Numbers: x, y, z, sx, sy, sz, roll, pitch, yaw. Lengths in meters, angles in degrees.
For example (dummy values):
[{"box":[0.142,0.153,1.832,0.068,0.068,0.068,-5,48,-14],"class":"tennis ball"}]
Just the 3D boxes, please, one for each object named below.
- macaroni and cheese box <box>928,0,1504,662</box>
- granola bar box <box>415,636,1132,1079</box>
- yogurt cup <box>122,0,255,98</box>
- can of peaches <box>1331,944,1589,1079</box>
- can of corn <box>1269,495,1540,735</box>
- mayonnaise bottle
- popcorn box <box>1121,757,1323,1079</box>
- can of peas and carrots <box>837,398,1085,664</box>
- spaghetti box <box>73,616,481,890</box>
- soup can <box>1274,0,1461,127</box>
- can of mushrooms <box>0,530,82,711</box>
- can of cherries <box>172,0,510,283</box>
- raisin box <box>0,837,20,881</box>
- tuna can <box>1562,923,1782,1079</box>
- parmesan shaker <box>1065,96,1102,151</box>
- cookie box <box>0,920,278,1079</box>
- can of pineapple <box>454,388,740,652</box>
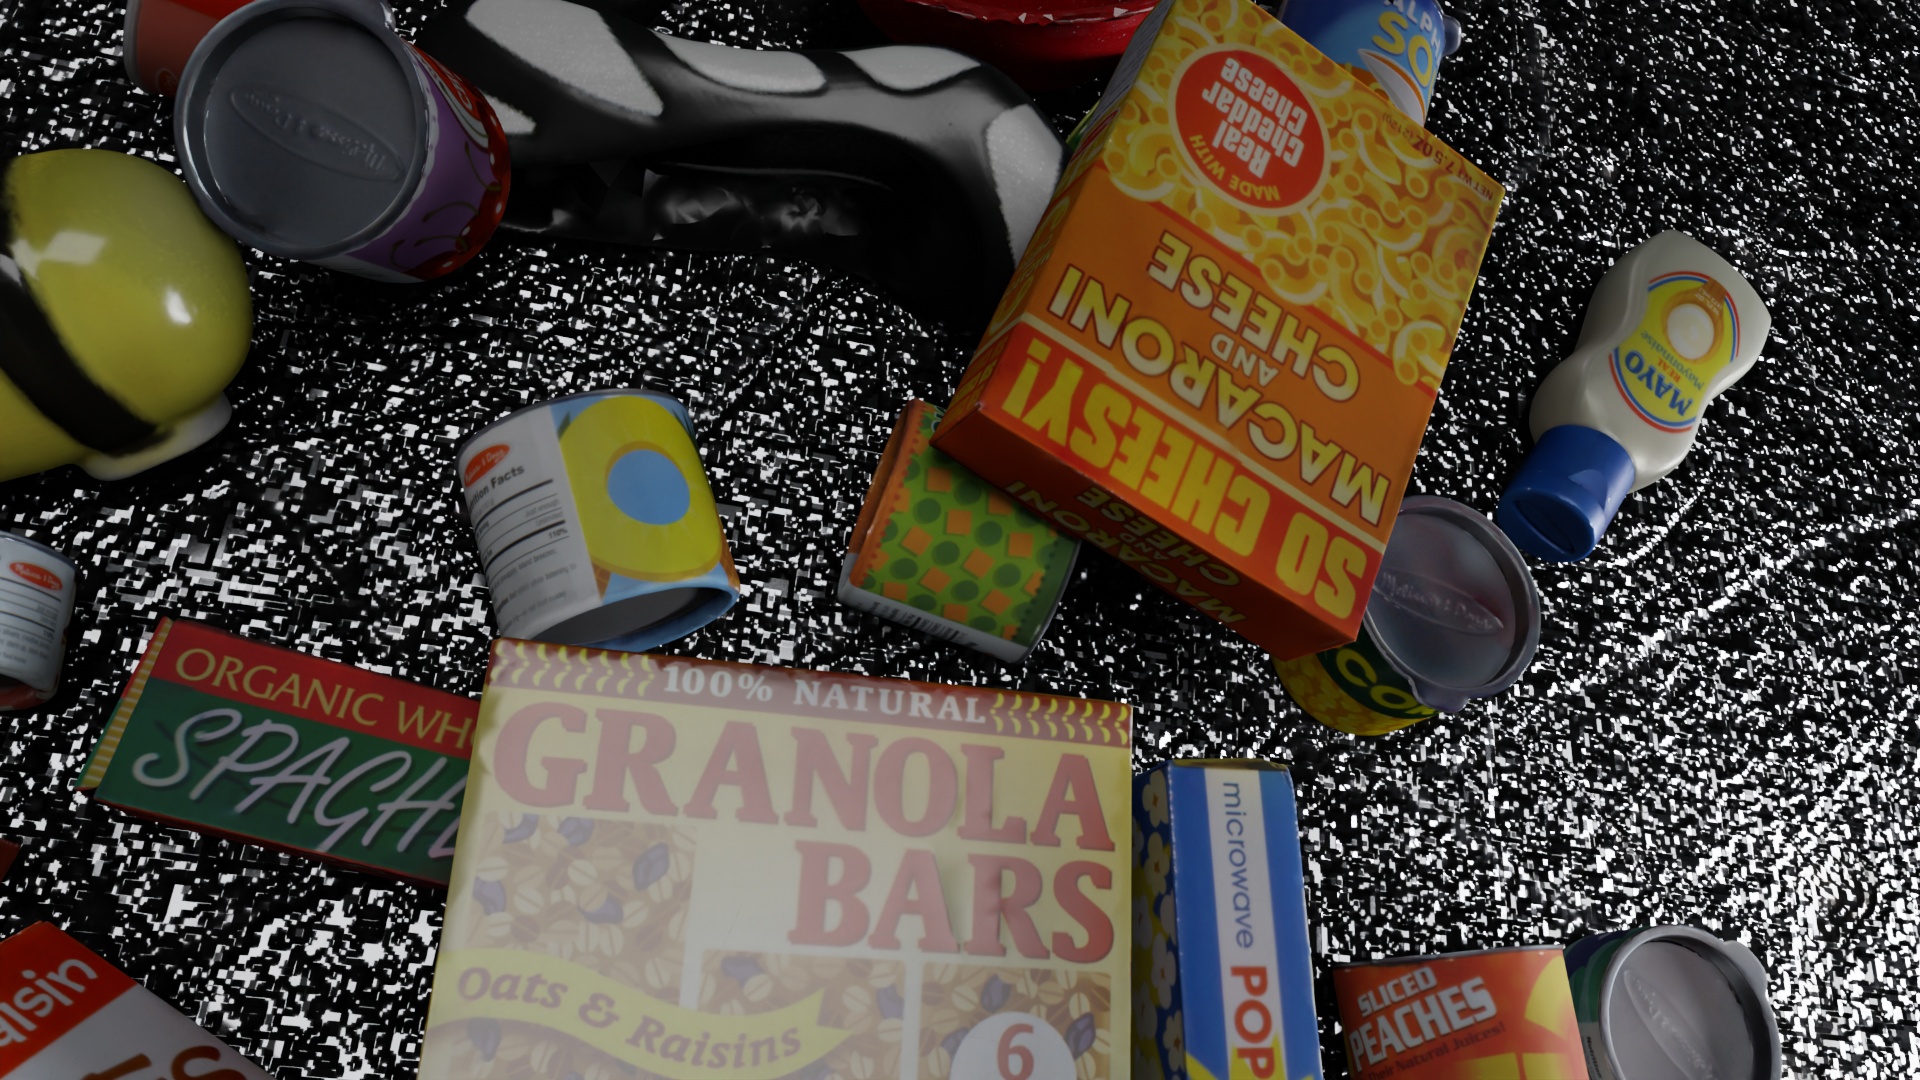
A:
[{"box":[0.081,-0.067,0.405,0.123,0.040,0.167,31,66,-12],"class":"macaroni and cheese box"},{"box":[-0.041,0.096,0.349,0.166,0.039,0.124,8,69,-14],"class":"granola bar box"},{"box":[-0.208,-0.157,0.417,0.054,0.072,0.072,20,65,-17],"class":"yogurt cup"},{"box":[0.144,0.149,0.401,0.071,0.071,0.058,1,70,-16],"class":"can of peaches"},{"box":[0.142,0.028,0.452,0.071,0.058,0.071,6,68,-15],"class":"can of corn"},{"box":[0.253,-0.053,0.527,0.065,0.041,0.149,42,63,0],"class":"mayonnaise bottle"},{"box":[0.059,0.129,0.374,0.038,0.085,0.127,6,68,-16],"class":"popcorn box"},{"box":[0.001,-0.005,0.418,0.059,0.070,0.071,20,65,-8],"class":"can of peas and carrots"},{"box":[-0.095,0.079,0.377,0.250,0.028,0.050,17,66,-10],"class":"spaghetti box"},{"box":[0.144,-0.162,0.521,0.071,0.071,0.084,24,65,-7],"class":"soup can"},{"box":[-0.254,0.019,0.334,0.071,0.070,0.033,4,70,-16],"class":"can of mushrooms"},{"box":[-0.161,-0.107,0.374,0.071,0.058,0.071,0,93,3],"class":"can of cherries"},{"box":[-0.249,0.085,0.276,0.040,0.123,0.086,21,65,-7],"class":"raisin box"},{"box":[0.223,0.156,0.442,0.071,0.032,0.071,6,68,-15],"class":"tuna can"},{"box":[0.085,-0.110,0.482,0.103,0.071,0.071,41,64,2],"class":"parmesan shaker"},{"box":[-0.165,0.160,0.274,0.167,0.123,0.040,35,101,-1],"class":"cookie box"},{"box":[-0.099,-0.002,0.388,0.071,0.070,0.058,-14,75,-21],"class":"can of pineapple"}]
